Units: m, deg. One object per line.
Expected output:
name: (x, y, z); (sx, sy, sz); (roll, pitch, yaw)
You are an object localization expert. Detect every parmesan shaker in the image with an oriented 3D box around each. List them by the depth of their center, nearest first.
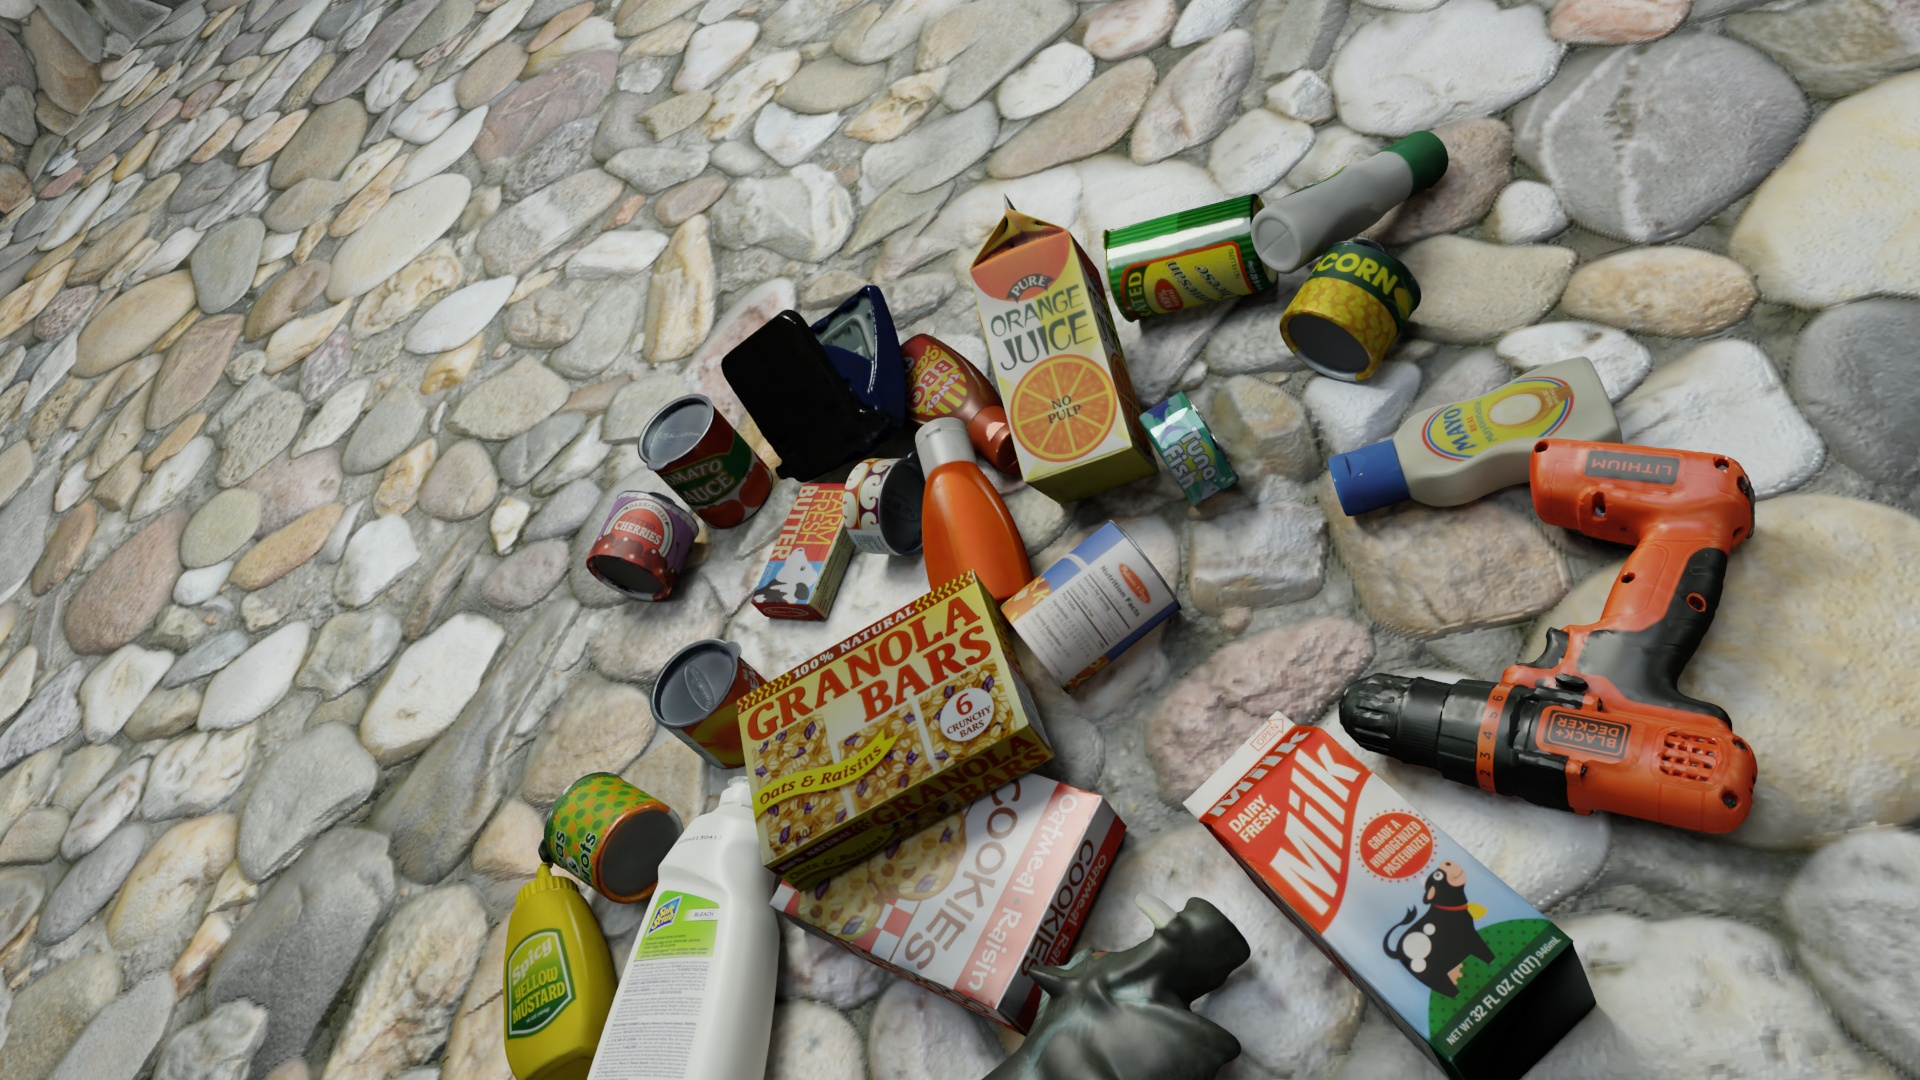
parmesan shaker: (0.157, -0.194, 0.946); (0.103, 0.071, 0.072); (-10, 50, 26)

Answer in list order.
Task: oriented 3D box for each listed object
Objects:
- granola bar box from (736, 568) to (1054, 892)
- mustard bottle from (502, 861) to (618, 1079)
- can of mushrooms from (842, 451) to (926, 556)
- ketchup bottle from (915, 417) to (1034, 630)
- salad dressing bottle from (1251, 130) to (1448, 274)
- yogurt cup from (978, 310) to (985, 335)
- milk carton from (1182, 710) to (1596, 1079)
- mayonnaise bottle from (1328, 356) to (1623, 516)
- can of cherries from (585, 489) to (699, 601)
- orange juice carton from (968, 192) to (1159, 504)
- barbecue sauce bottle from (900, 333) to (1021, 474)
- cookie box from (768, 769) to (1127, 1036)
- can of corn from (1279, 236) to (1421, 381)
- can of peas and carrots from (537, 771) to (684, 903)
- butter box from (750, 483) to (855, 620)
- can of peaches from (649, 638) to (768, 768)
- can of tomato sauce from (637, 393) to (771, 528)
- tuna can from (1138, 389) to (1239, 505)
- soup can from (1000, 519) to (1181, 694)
granola bar box: (-0.041, 0.106, 0.788); (0.165, 0.039, 0.125); (-29, 43, 8)
mustard bottle: (-0.246, 0.255, 0.842); (0.065, 0.048, 0.161); (-32, 44, 3)
can of mushrooms: (-0.047, -0.025, 0.936); (0.033, 0.071, 0.071); (1, 56, 35)
ketchup bottle: (0.003, -0.011, 0.890); (0.064, 0.043, 0.149); (-24, 58, 14)
salad dressing bottle: (0.255, -0.222, 0.900); (0.148, 0.064, 0.044); (-31, 85, -24)
yogurt cup: (0.049, -0.157, 0.989); (0.054, 0.072, 0.073); (-27, 44, 22)
milk carton: (0.185, 0.156, 0.638); (0.072, 0.073, 0.191); (-42, 44, -5)
mayonnaise bottle: (0.282, -0.051, 0.772); (0.148, 0.041, 0.065); (-18, 48, 18)
can of cherries: (-0.236, 0.003, 1.028); (0.071, 0.071, 0.058); (0, 55, 32)
orange juice carton: (0.062, -0.128, 0.898); (0.073, 0.072, 0.193); (-19, 73, 17)
barbecue sauce bottle: (-0.001, -0.093, 0.981); (0.065, 0.043, 0.149); (-49, 45, 0)
cookie box: (-0.008, 0.179, 0.764); (0.167, 0.040, 0.123); (11, 61, 39)
can of corn: (0.238, -0.141, 0.853); (0.071, 0.071, 0.058); (22, 69, 42)
can of peas and carrots: (-0.218, 0.187, 0.867); (0.059, 0.070, 0.071); (17, 65, 39)
butter box: (-0.103, 0.007, 0.976); (0.053, 0.024, 0.104); (0, 55, 31)
can of peaches: (-0.156, 0.105, 0.904); (0.071, 0.058, 0.071); (-17, 47, 19)
can of tomato sauce: (-0.190, -0.057, 1.041); (0.071, 0.083, 0.071); (-17, 48, 20)
tuna can: (0.139, -0.055, 0.845); (0.033, 0.071, 0.071); (-32, 44, 8)
soup can: (0.075, 0.039, 0.811); (0.084, 0.071, 0.071); (-38, 44, 0)
